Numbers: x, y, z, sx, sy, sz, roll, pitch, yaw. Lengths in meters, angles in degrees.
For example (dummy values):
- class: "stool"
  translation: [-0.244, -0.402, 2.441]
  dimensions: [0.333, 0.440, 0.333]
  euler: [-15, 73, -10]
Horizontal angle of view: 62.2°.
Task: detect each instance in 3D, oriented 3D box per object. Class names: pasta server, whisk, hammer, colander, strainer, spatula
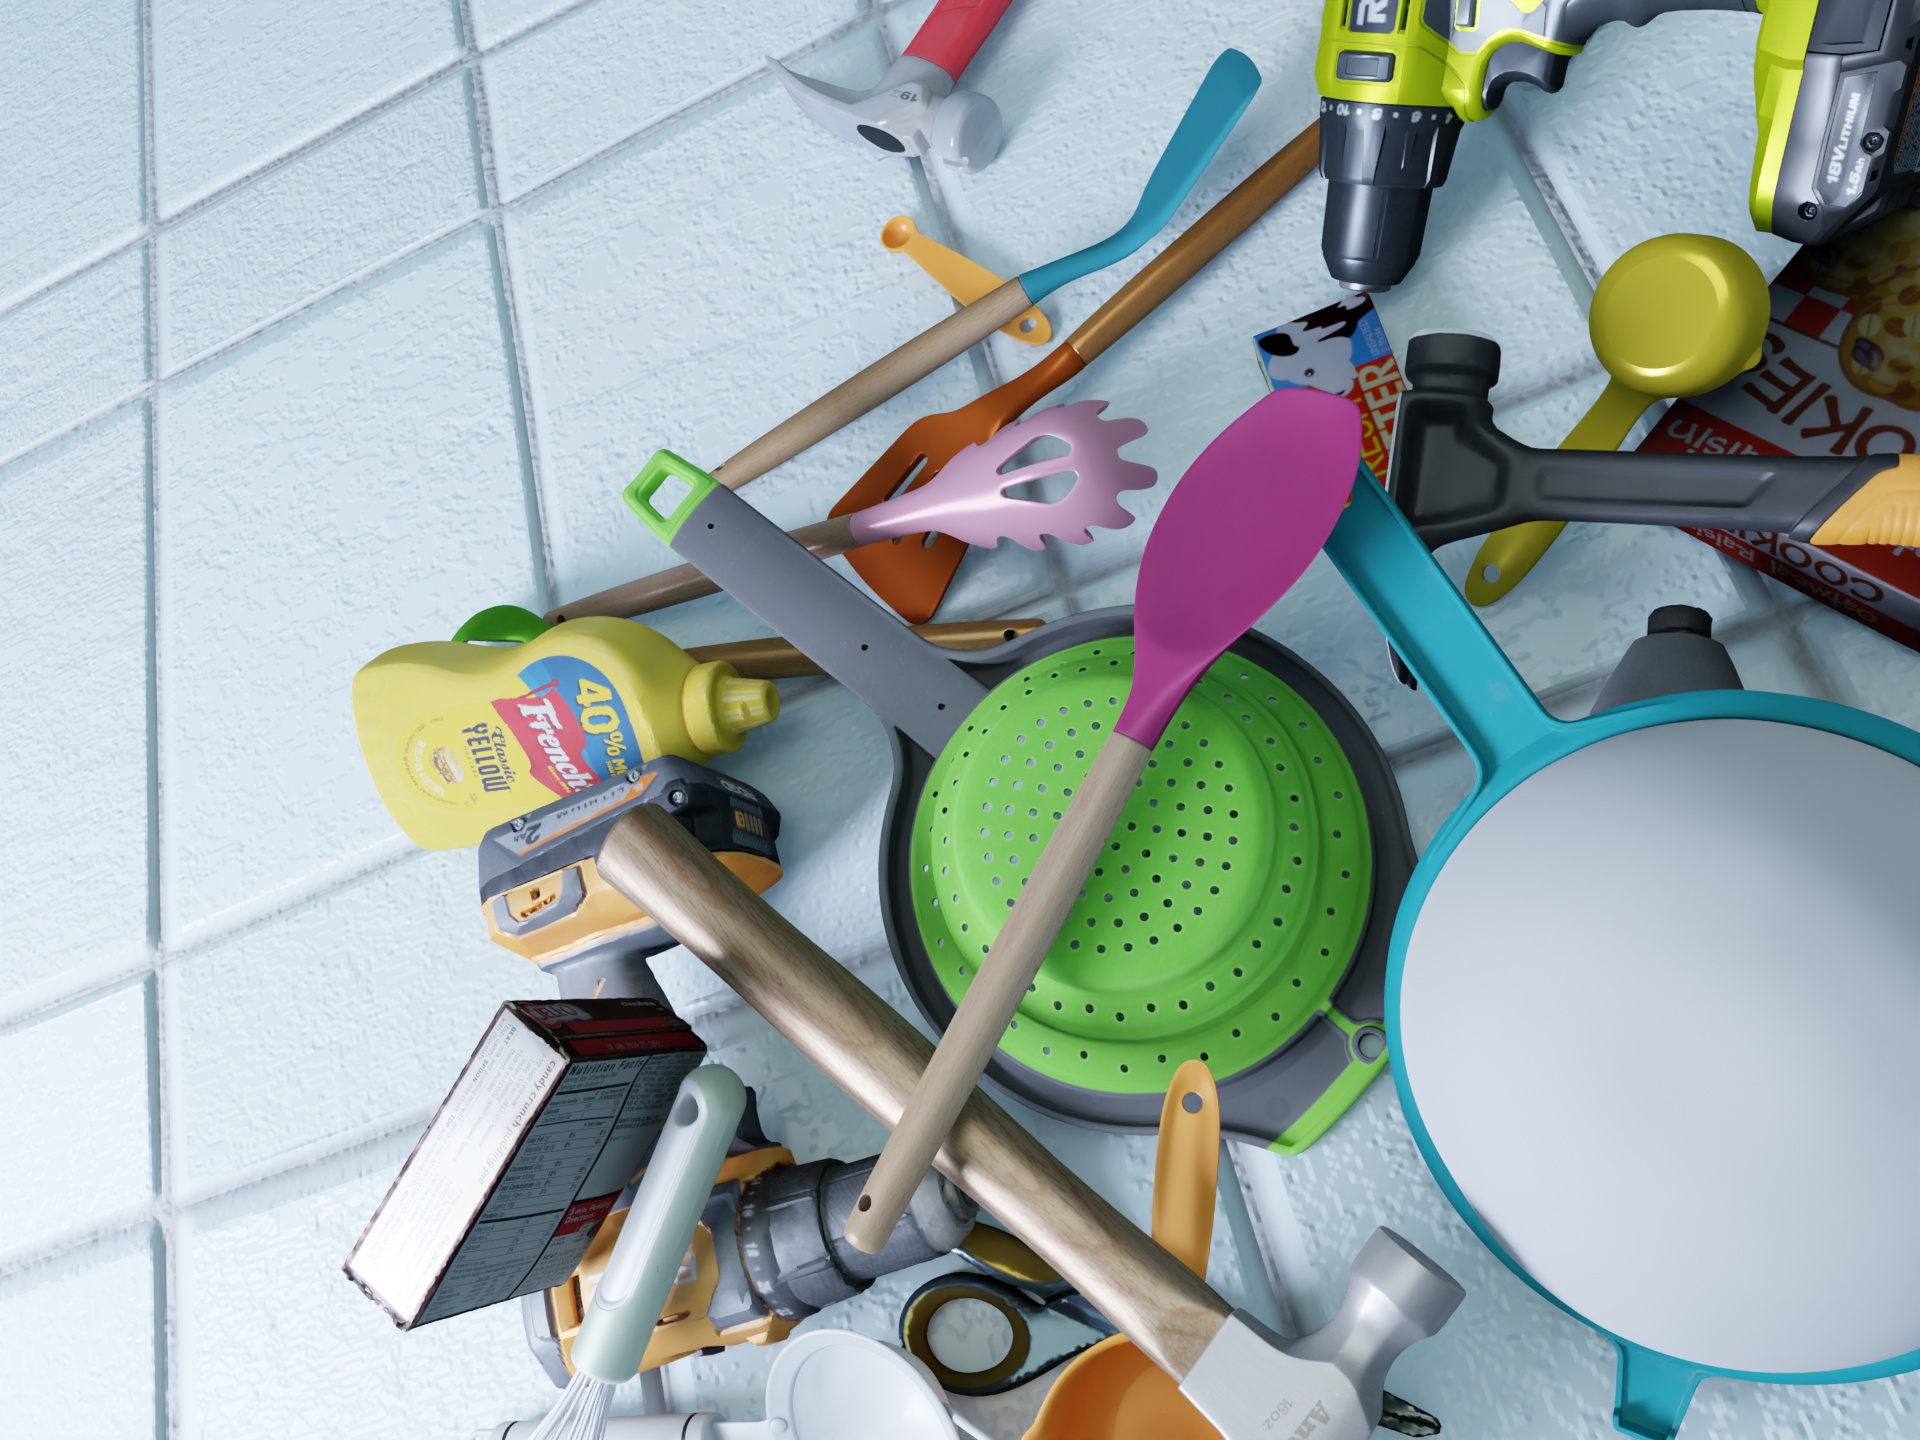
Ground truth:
- class: "pasta server"
  translation: [-0.064, -0.079, 0.719]
  dimensions: [0.316, 0.040, 0.060]
  euler: [-13, 88, 28]
- class: "whisk"
  translation: [-0.131, 0.236, 0.567]
  dimensions: [0.058, 0.059, 0.246]
  euler: [25, 93, 46]
- class: "hammer"
  translation: [0.052, -0.461, 0.831]
  dimensions: [0.143, 0.038, 0.386]
  euler: [30, 83, 30]
- class: "hammer"
  translation: [0.303, -0.060, 0.496]
  dimensions: [0.337, 0.034, 0.127]
  euler: [6, 86, 26]
- class: "colander"
  translation: [-0.001, -0.002, 0.605]
  dimensions: [0.397, 0.094, 0.204]
  euler: [38, 87, 19]
- class: "strainer"
  translation: [-0.088, 0.268, 0.599]
  dimensions: [0.258, 0.050, 0.087]
  euler: [-14, 95, 25]
- class: "strainer"
  translation: [0.185, 0.043, 0.472]
  dimensions: [0.211, 0.095, 0.340]
  euler: [-38, 73, 23]
- class: "spatula"
  translation: [0.002, -0.194, 0.735]
  dimensions: [0.317, 0.044, 0.082]
  euler: [-29, 29, 15]
- class: "spatula"
  translation: [0.071, -0.177, 0.723]
  dimensions: [0.322, 0.041, 0.081]
  euler: [-41, 62, -2]
- class: "hammer"
  translation: [-0.009, 0.134, 0.539]
  dimensions: [0.331, 0.031, 0.130]
  euler: [36, 89, 25]

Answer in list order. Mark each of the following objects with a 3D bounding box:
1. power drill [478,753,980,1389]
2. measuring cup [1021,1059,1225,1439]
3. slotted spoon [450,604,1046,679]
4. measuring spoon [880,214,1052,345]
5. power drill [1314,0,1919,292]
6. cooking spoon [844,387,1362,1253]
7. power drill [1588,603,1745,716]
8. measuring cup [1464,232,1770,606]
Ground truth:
- class: "power drill"
  translation: [-0.098, 0.131, 0.635]
  dimensions: [0.185, 0.084, 0.226]
  euler: [-22, 67, 18]
- class: "measuring cup"
  translation: [0.077, 0.203, 0.535]
  dimensions: [0.095, 0.052, 0.174]
  euler: [2, 77, 20]
- class: "slotted spoon"
  translation: [-0.112, -0.028, 0.733]
  dimensions: [0.314, 0.031, 0.070]
  euler: [-4, 92, 18]
- class: "measuring spoon"
  translation: [0.003, -0.212, 0.771]
  dimensions: [0.117, 0.011, 0.021]
  euler: [41, 94, 26]
- class: "power drill"
  translation: [0.239, -0.247, 0.598]
  dimensions: [0.229, 0.080, 0.190]
  euler: [22, 121, 36]
- class: "cooking spoon"
  translation: [0.044, 0.029, 0.522]
  dimensions: [0.069, 0.017, 0.319]
  euler: [25, 84, 45]
- class: "power drill"
  translation: [0.314, 0.032, 0.513]
  dimensions: [0.220, 0.078, 0.143]
  euler: [3, 72, 26]
- class: "measuring cup"
  translation: [0.229, -0.105, 0.582]
  dimensions: [0.062, 0.029, 0.156]
  euler: [45, 121, 27]
